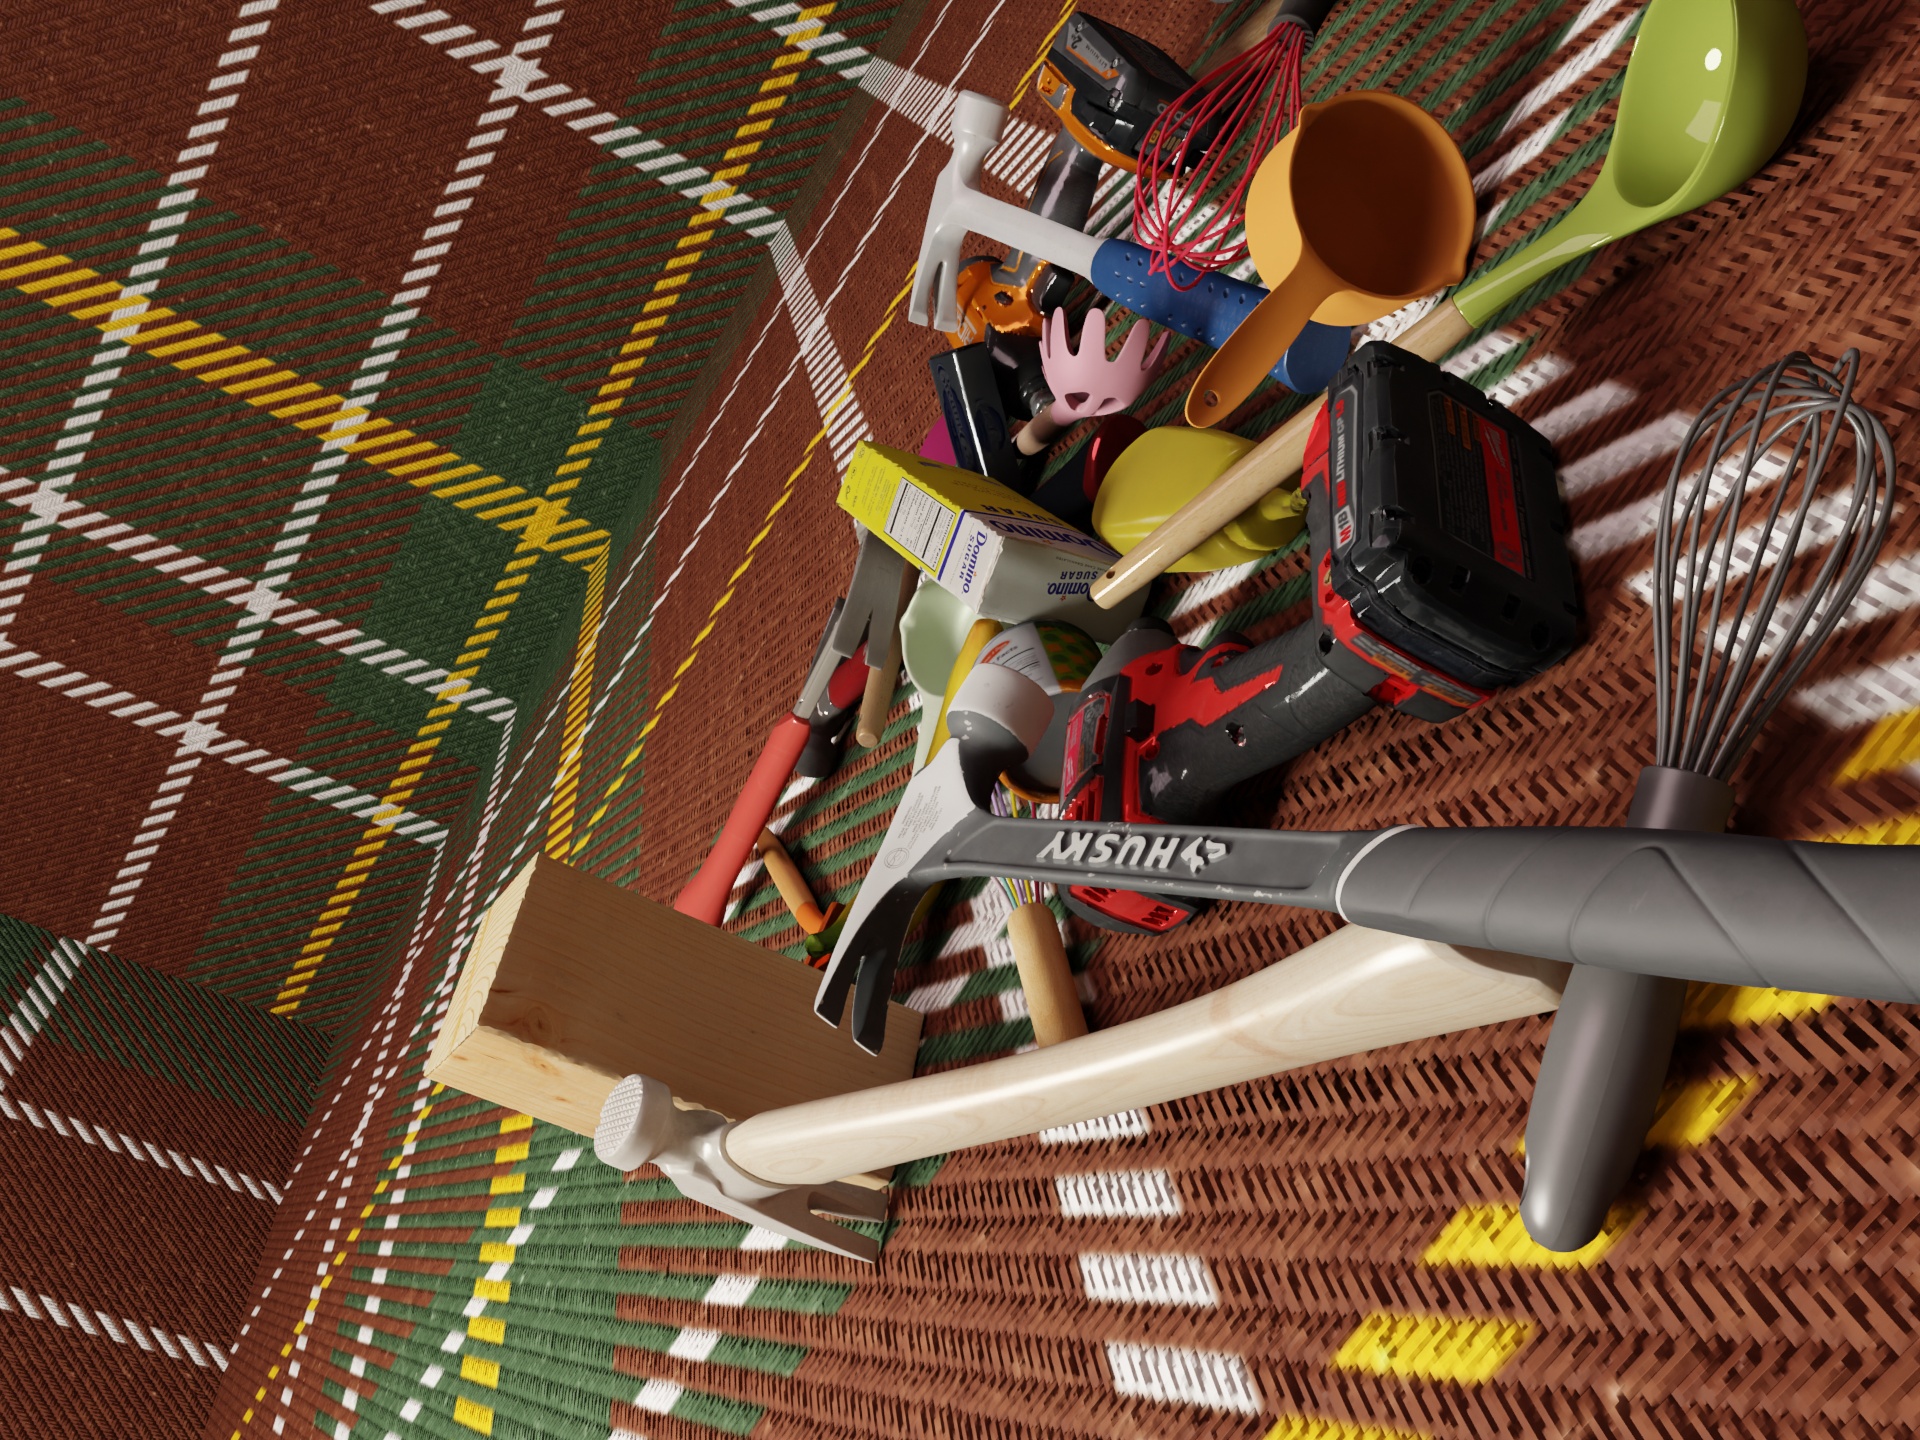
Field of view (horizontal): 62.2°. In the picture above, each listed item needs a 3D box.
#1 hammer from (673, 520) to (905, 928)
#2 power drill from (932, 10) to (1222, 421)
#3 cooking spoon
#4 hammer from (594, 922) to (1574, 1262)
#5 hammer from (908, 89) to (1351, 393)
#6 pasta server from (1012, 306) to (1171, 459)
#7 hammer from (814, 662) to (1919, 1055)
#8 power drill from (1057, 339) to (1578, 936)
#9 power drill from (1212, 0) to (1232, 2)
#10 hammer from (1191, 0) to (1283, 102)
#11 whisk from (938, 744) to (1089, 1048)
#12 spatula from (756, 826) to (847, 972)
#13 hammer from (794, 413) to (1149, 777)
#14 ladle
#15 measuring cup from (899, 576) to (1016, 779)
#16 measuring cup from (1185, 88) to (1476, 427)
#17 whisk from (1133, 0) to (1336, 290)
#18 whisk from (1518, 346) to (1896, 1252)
[{"bbox_3d":[-0.116,0.030,1.010,0.149,0.036,0.359,-83,18,-48],"label":"hammer"},{"bbox_3d":[0.068,-0.301,0.994,0.226,0.084,0.164,-60,36,31],"label":"power drill"},{"bbox_3d":[-0.032,-0.100,0.992,0.068,0.017,0.319,-49,21,41],"label":"cooking spoon"},{"bbox_3d":[0.032,0.134,0.564,0.410,0.146,0.038,-27,40,43],"label":"hammer"},{"bbox_3d":[0.072,-0.244,0.861,0.406,0.035,0.144,46,124,54],"label":"hammer"},{"bbox_3d":[0.055,-0.173,0.873,0.316,0.060,0.040,-147,68,-84],"label":"pasta server"},{"bbox_3d":[0.095,0.044,0.424,0.409,0.036,0.149,-2,53,55],"label":"hammer"},{"bbox_3d":[0.112,-0.025,0.584,0.219,0.078,0.143,-46,25,45],"label":"power drill"},{"bbox_3d":[0.151,-0.553,0.932,0.226,0.185,0.084,-62,13,-26],"label":"power drill"},{"bbox_3d":[0.195,-0.414,0.917,0.331,0.031,0.130,-24,44,60],"label":"hammer"},{"bbox_3d":[0.027,0.073,0.712,0.047,0.051,0.245,-50,27,21],"label":"whisk"},{"bbox_3d":[-0.108,0.110,0.998,0.081,0.041,0.323,-67,19,4],"label":"spatula"},{"bbox_3d":[-0.003,-0.091,0.993,0.386,0.038,0.143,-36,32,51],"label":"hammer"},{"bbox_3d":[0.154,-0.139,0.580,0.320,0.062,0.078,-38,35,34],"label":"ladle"},{"bbox_3d":[-0.001,-0.003,0.890,0.083,0.038,0.167,13,95,47],"label":"measuring cup"},{"bbox_3d":[0.136,-0.178,0.652,0.173,0.095,0.052,-50,11,-13],"label":"measuring cup"},{"bbox_3d":[0.150,-0.312,0.752,0.073,0.073,0.296,-28,31,58],"label":"whisk"},{"bbox_3d":[0.183,0.017,0.397,0.055,0.055,0.239,4,73,68],"label":"whisk"}]
